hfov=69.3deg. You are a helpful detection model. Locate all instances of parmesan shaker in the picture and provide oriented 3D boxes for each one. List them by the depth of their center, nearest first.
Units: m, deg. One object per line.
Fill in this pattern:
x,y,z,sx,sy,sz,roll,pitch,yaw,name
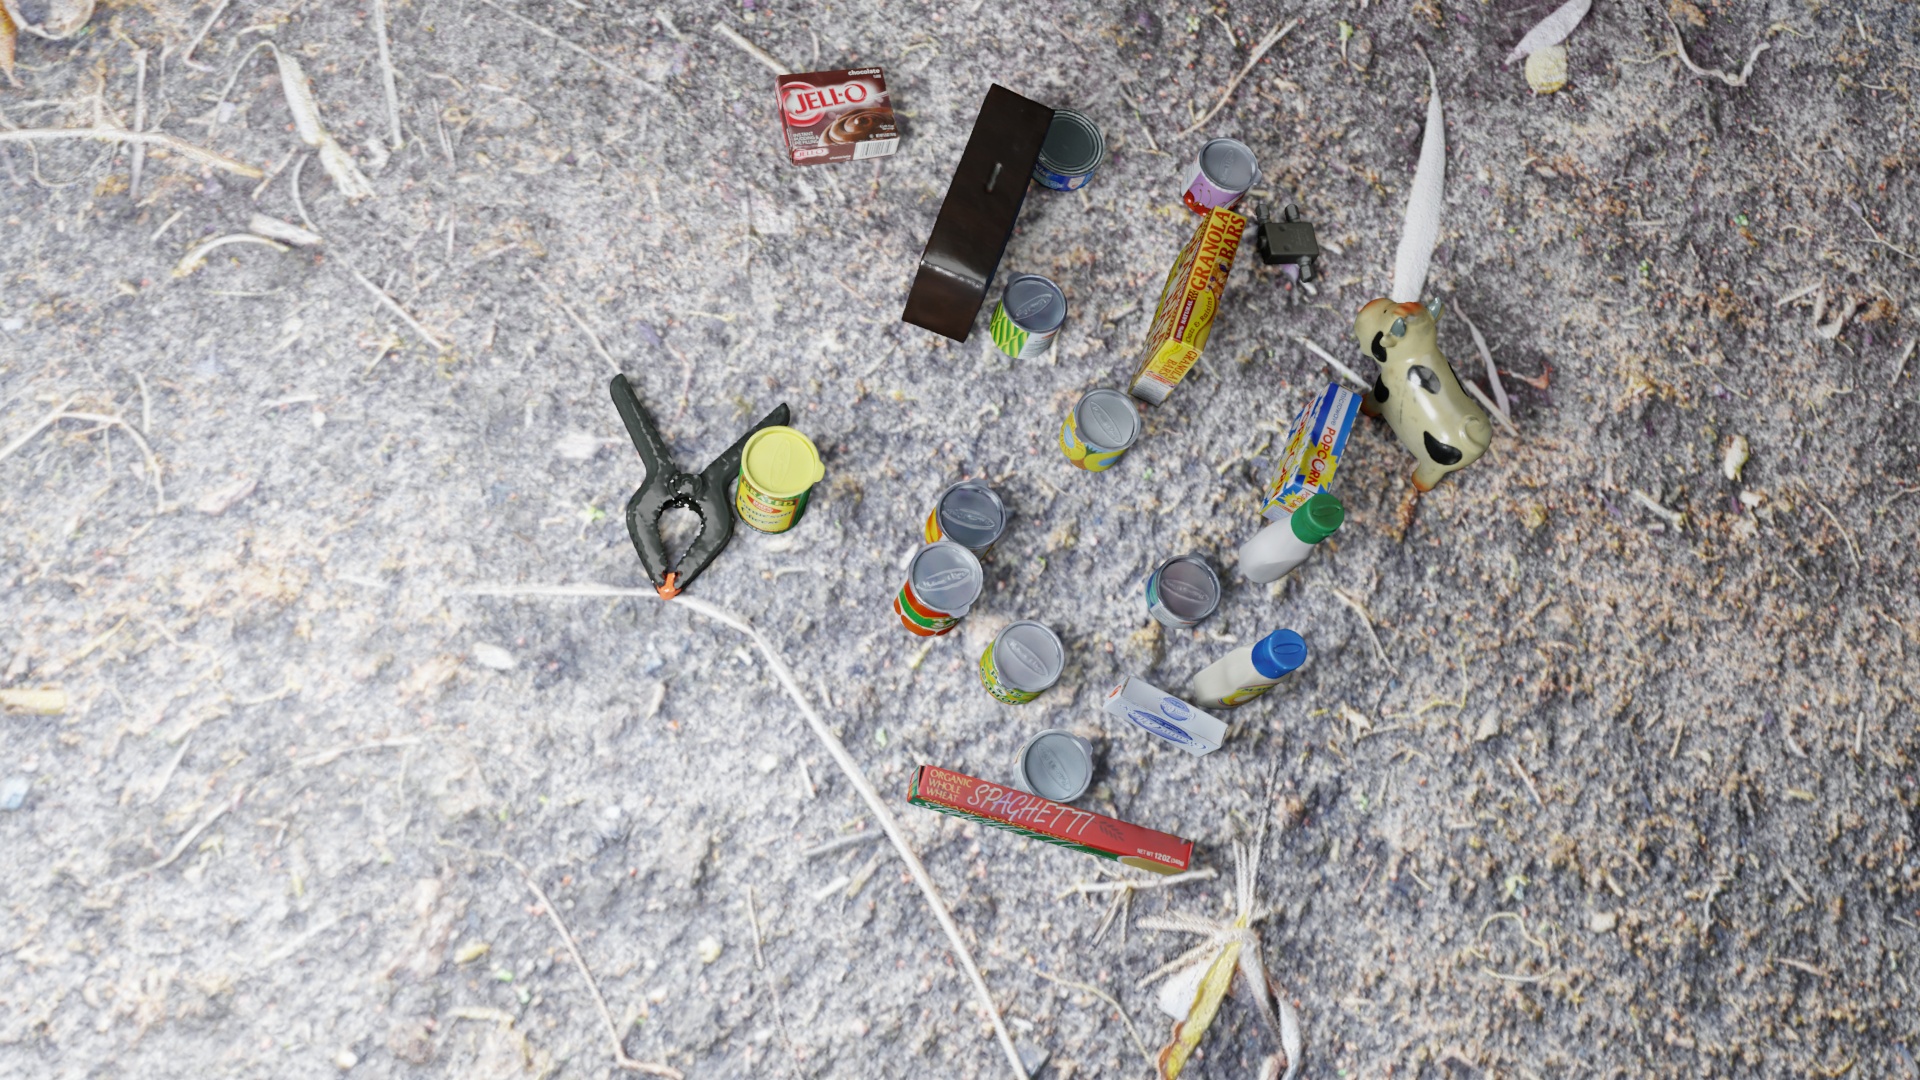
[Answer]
-0.162,-0.050,1.232,0.071,0.102,0.071,4,70,-12,parmesan shaker

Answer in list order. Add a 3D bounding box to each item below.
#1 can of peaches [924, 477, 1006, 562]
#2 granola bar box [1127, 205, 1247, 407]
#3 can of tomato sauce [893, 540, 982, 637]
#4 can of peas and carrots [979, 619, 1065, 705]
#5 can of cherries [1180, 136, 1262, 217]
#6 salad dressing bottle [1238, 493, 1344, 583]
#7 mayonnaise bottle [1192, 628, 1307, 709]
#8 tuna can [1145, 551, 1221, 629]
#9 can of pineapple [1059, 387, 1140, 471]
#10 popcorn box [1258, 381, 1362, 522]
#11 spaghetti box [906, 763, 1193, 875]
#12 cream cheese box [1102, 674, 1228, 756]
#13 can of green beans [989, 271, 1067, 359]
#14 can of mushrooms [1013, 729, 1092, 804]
0.005,-0.016,1.283,0.071,0.058,0.071,4,70,-12,can of peaches
0.223,-0.231,1.376,0.039,0.123,0.166,23,67,-4,granola bar box
-0.020,0.046,1.241,0.071,0.082,0.071,4,70,-12,can of tomato sauce
0.053,0.112,1.247,0.071,0.058,0.071,4,70,-12,can of peas and carrots
0.278,-0.384,1.481,0.071,0.058,0.072,4,70,-12,can of cherries
0.310,-0.002,1.300,0.064,0.147,0.044,-9,73,-16,salad dressing bottle
0.262,0.116,1.245,0.065,0.147,0.041,-4,72,-14,mayonnaise bottle
0.212,0.047,1.321,0.071,0.032,0.071,4,70,-12,tuna can
0.132,-0.106,1.346,0.071,0.057,0.071,4,70,-12,can of pineapple
0.346,-0.084,1.372,0.038,0.085,0.127,27,67,-3,popcorn box
0.076,0.244,1.208,0.250,0.050,0.029,17,68,-7,spaghetti box
0.186,0.160,1.263,0.104,0.053,0.024,27,67,-2,cream cheese box
0.066,-0.221,1.372,0.071,0.057,0.071,4,70,-12,can of green beans
0.084,0.202,1.235,0.071,0.033,0.071,4,70,-12,can of mushrooms
